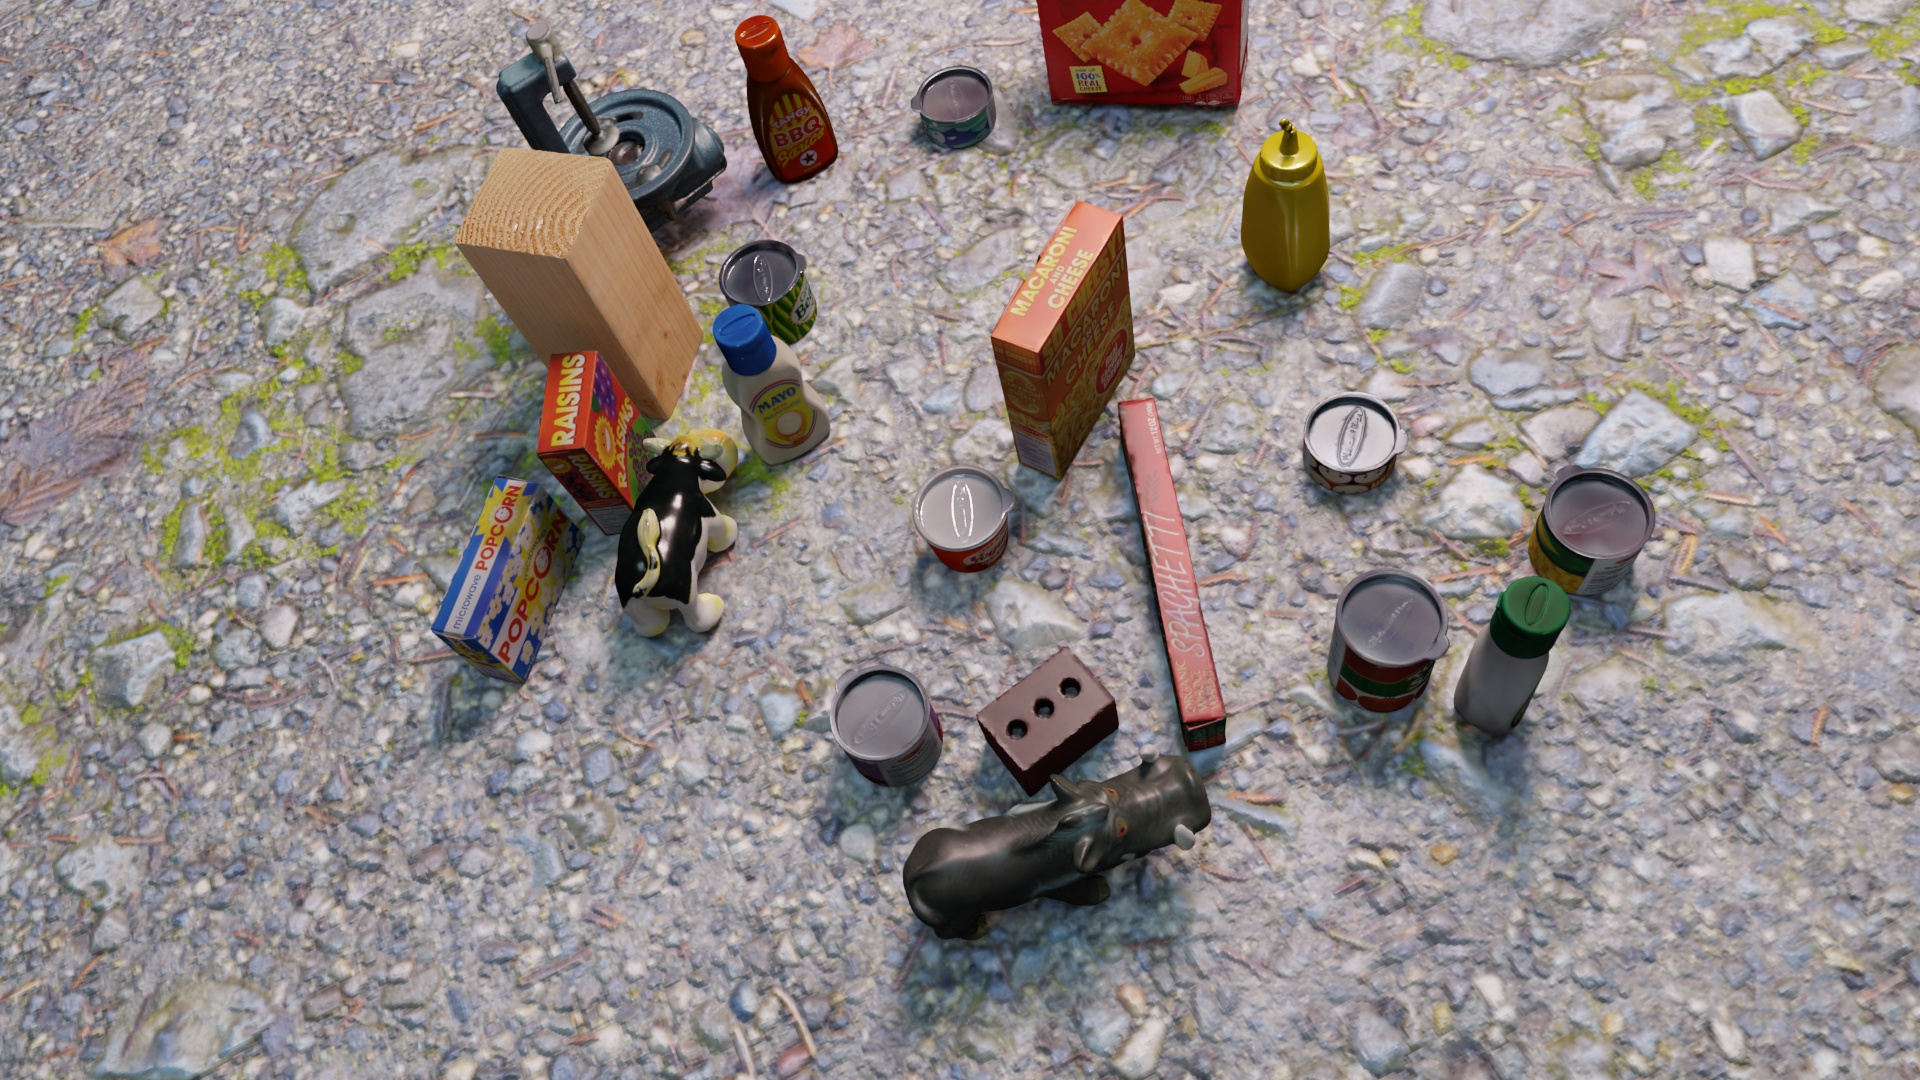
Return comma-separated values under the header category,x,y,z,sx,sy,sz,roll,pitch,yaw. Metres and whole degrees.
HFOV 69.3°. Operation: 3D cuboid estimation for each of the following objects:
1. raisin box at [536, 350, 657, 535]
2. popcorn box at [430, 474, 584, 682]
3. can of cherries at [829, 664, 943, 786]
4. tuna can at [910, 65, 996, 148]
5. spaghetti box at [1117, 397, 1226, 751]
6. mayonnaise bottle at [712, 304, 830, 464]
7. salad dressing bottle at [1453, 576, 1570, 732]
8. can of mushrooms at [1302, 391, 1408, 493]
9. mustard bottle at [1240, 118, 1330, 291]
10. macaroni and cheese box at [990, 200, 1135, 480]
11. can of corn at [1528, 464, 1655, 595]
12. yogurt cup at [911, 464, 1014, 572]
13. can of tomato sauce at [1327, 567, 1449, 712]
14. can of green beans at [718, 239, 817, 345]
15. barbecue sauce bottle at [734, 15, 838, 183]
category,x,y,z,sx,sy,sz,roll,pitch,yaw
raisin box,-0.266,-0.071,1.026,0.040,0.123,0.086,-5,62,8
popcorn box,-0.325,0.029,1.005,0.038,0.085,0.127,8,64,14
can of cherries,-0.049,0.122,0.922,0.071,0.058,0.072,-4,62,8
tuna can,-0.005,-0.370,1.189,0.071,0.032,0.071,-4,62,8
spaghetti box,0.142,0.019,0.947,0.029,0.050,0.251,-11,61,5
mayonnaise bottle,-0.141,-0.114,1.012,0.065,0.147,0.041,-31,62,-6
salad dressing bottle,0.330,0.069,0.831,0.044,0.147,0.064,21,68,20
can of mushrooms,0.277,-0.068,0.978,0.071,0.033,0.071,-4,62,8
mustard bottle,0.238,-0.249,1.009,0.049,0.159,0.065,-39,63,-10
macaroni and cheese box,0.075,-0.136,0.975,0.040,0.165,0.124,24,69,21
can of corn,0.409,-0.007,0.908,0.071,0.058,0.071,-4,62,8
yogurt cup,0.004,-0.012,0.986,0.072,0.053,0.073,-4,62,8
can of tomato sauce,0.271,0.066,0.880,0.071,0.082,0.071,-4,62,8
can of green beans,-0.152,-0.196,1.109,0.071,0.057,0.071,-4,62,8
barbecue sauce bottle,-0.148,-0.364,1.145,0.065,0.148,0.044,-29,62,-5
